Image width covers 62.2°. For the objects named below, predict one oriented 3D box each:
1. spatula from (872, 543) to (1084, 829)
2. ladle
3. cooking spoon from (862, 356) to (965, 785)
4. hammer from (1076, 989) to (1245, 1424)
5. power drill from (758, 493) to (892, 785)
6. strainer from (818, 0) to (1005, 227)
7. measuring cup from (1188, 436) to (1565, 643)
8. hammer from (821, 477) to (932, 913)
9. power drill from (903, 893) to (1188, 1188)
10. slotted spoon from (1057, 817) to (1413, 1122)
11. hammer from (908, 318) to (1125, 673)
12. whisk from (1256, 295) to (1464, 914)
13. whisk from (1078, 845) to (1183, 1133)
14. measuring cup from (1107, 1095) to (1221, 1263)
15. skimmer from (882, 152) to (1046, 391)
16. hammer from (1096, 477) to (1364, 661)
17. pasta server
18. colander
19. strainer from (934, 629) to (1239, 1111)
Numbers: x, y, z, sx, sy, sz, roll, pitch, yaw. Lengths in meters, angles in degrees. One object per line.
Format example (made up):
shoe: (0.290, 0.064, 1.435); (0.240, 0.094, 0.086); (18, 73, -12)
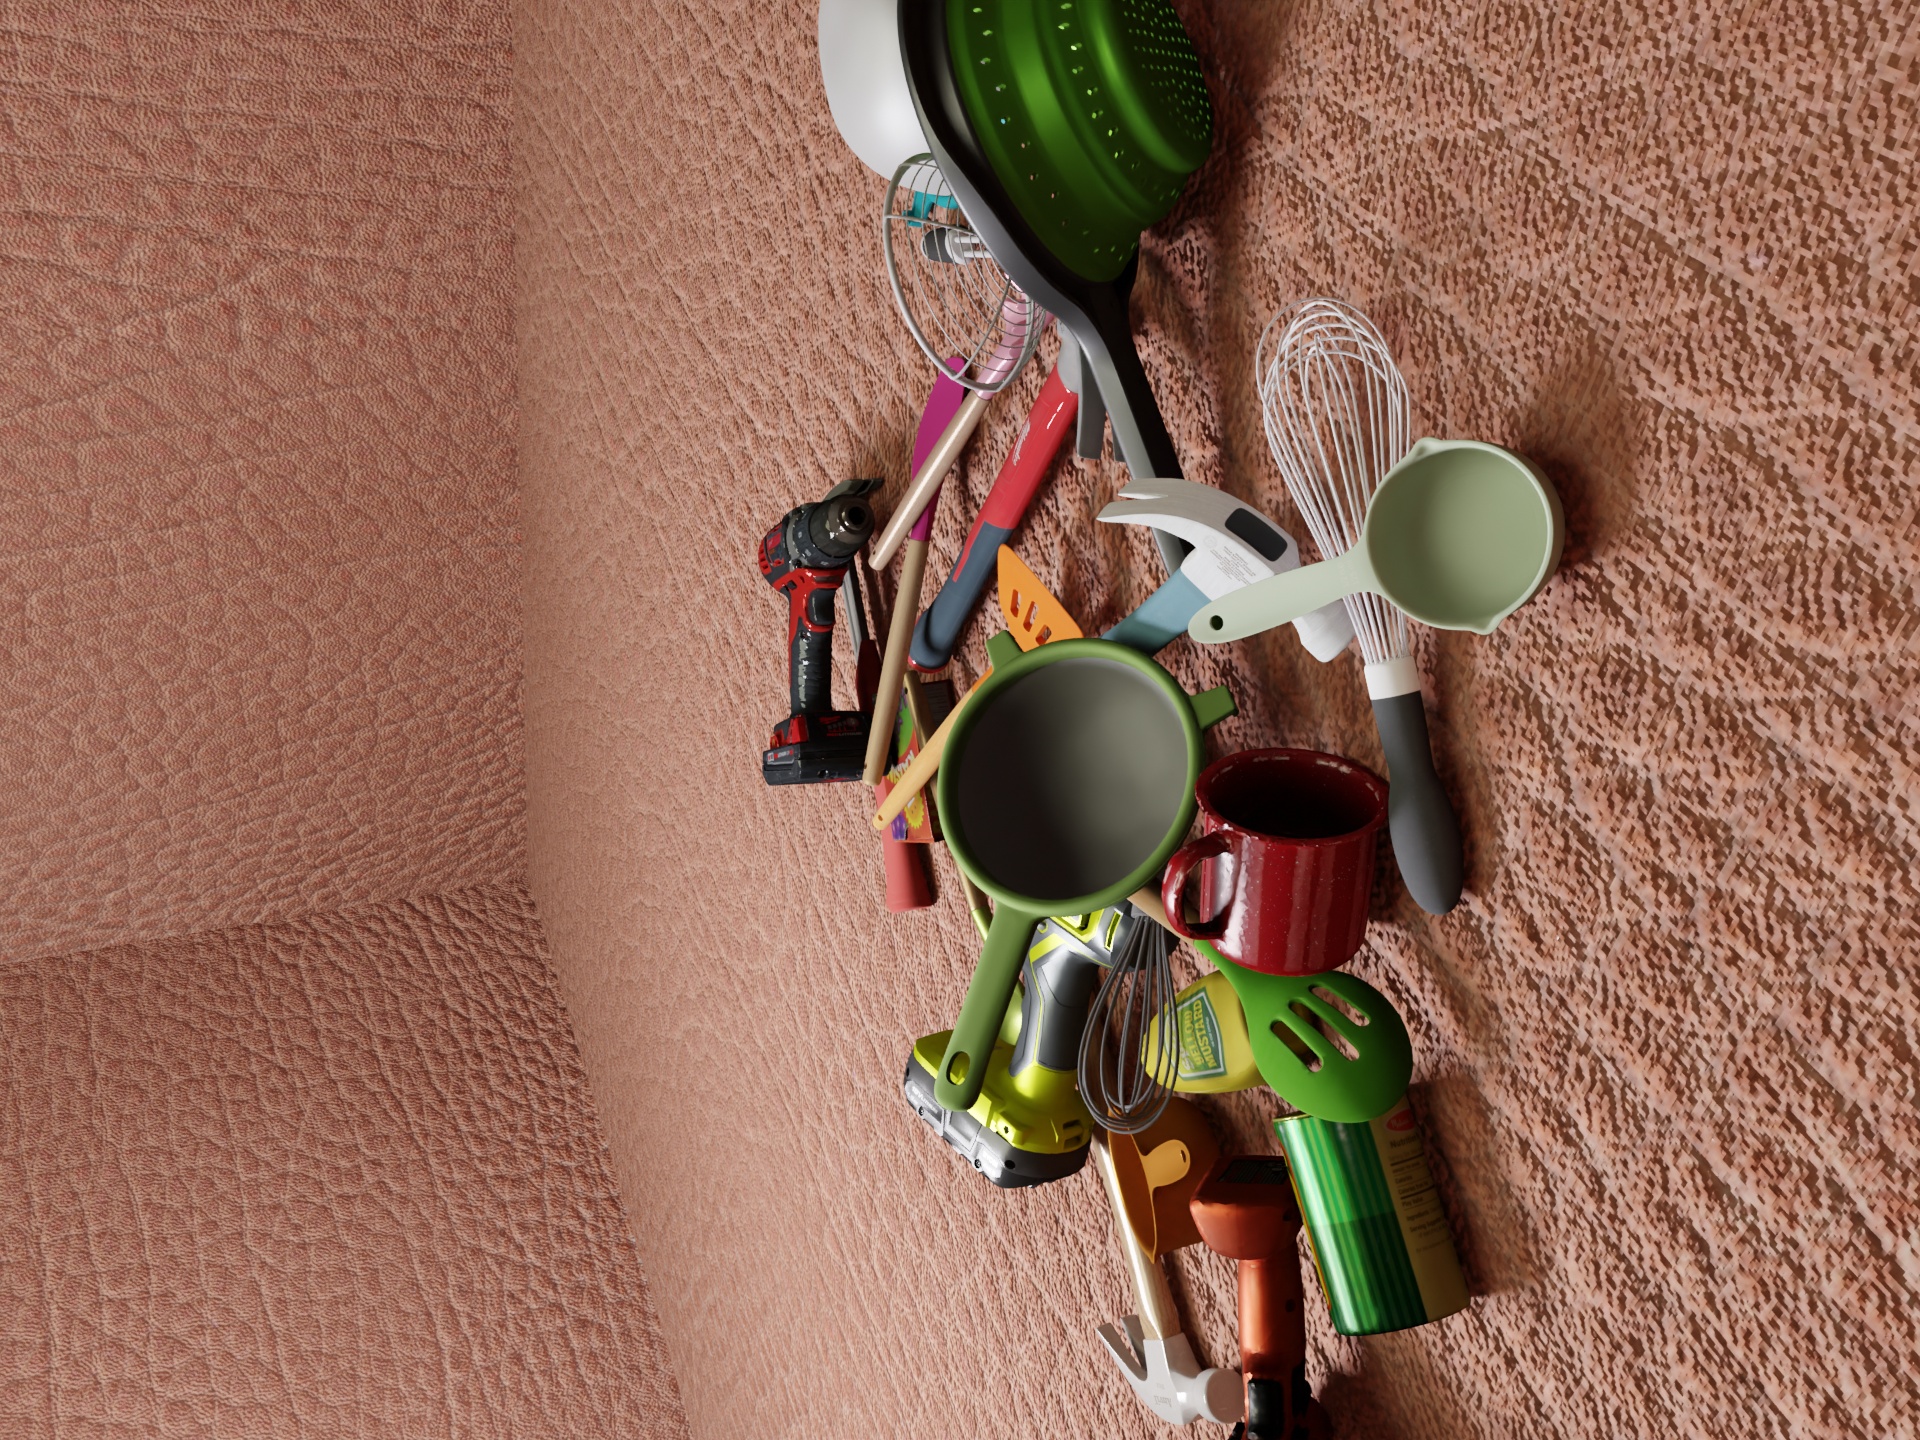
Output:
spatula: (-0.002, -0.004, 1.096); (0.081, 0.041, 0.322); (50, 139, 11)
ladle: (-0.004, 0.116, 1.172); (0.078, 0.062, 0.320); (-33, 71, 57)
cooking spoon: (-0.035, -0.107, 1.166); (0.069, 0.017, 0.319); (27, 106, 64)
hammer: (0.102, 0.287, 1.047); (0.130, 0.031, 0.331); (135, 124, -61)
power drill: (-0.107, -0.065, 1.271); (0.188, 0.080, 0.227); (166, 101, -67)
strainer: (-0.050, -0.515, 1.059); (0.211, 0.095, 0.340); (174, 87, -67)
measuring cup: (0.174, -0.065, 0.678); (0.167, 0.038, 0.083); (-20, 87, 38)
hammer: (-0.071, -0.018, 1.340); (0.149, 0.036, 0.359); (149, 111, -65)
power drill: (0.038, 0.160, 1.020); (0.191, 0.080, 0.228); (32, 115, 43)
slotted spoon: (0.110, 0.102, 0.839); (0.314, 0.070, 0.031); (37, 165, 47)
hammer: (0.027, -0.123, 1.051); (0.386, 0.038, 0.143); (120, 150, -58)
whisk: (0.189, -0.051, 0.717); (0.070, 0.070, 0.284); (-8, 96, 67)
whisk: (0.105, 0.109, 0.890); (0.055, 0.055, 0.239); (152, 130, -65)
measuring cup: (0.130, 0.253, 0.908); (0.173, 0.052, 0.095); (107, 150, -67)
skimmer: (-0.017, -0.275, 0.961); (0.127, 0.090, 0.363); (64, 179, -19)
hammer: (0.085, -0.032, 0.888); (0.128, 0.033, 0.331); (44, 151, -2)
pasta server: (-0.003, -0.205, 1.070); (0.316, 0.040, 0.060); (128, 147, -46)
colander: (0.095, -0.241, 0.816); (0.094, 0.204, 0.397); (-18, 98, 32)
strainer: (0.050, 0.085, 0.844); (0.151, 0.069, 0.256); (16, 82, 31)
